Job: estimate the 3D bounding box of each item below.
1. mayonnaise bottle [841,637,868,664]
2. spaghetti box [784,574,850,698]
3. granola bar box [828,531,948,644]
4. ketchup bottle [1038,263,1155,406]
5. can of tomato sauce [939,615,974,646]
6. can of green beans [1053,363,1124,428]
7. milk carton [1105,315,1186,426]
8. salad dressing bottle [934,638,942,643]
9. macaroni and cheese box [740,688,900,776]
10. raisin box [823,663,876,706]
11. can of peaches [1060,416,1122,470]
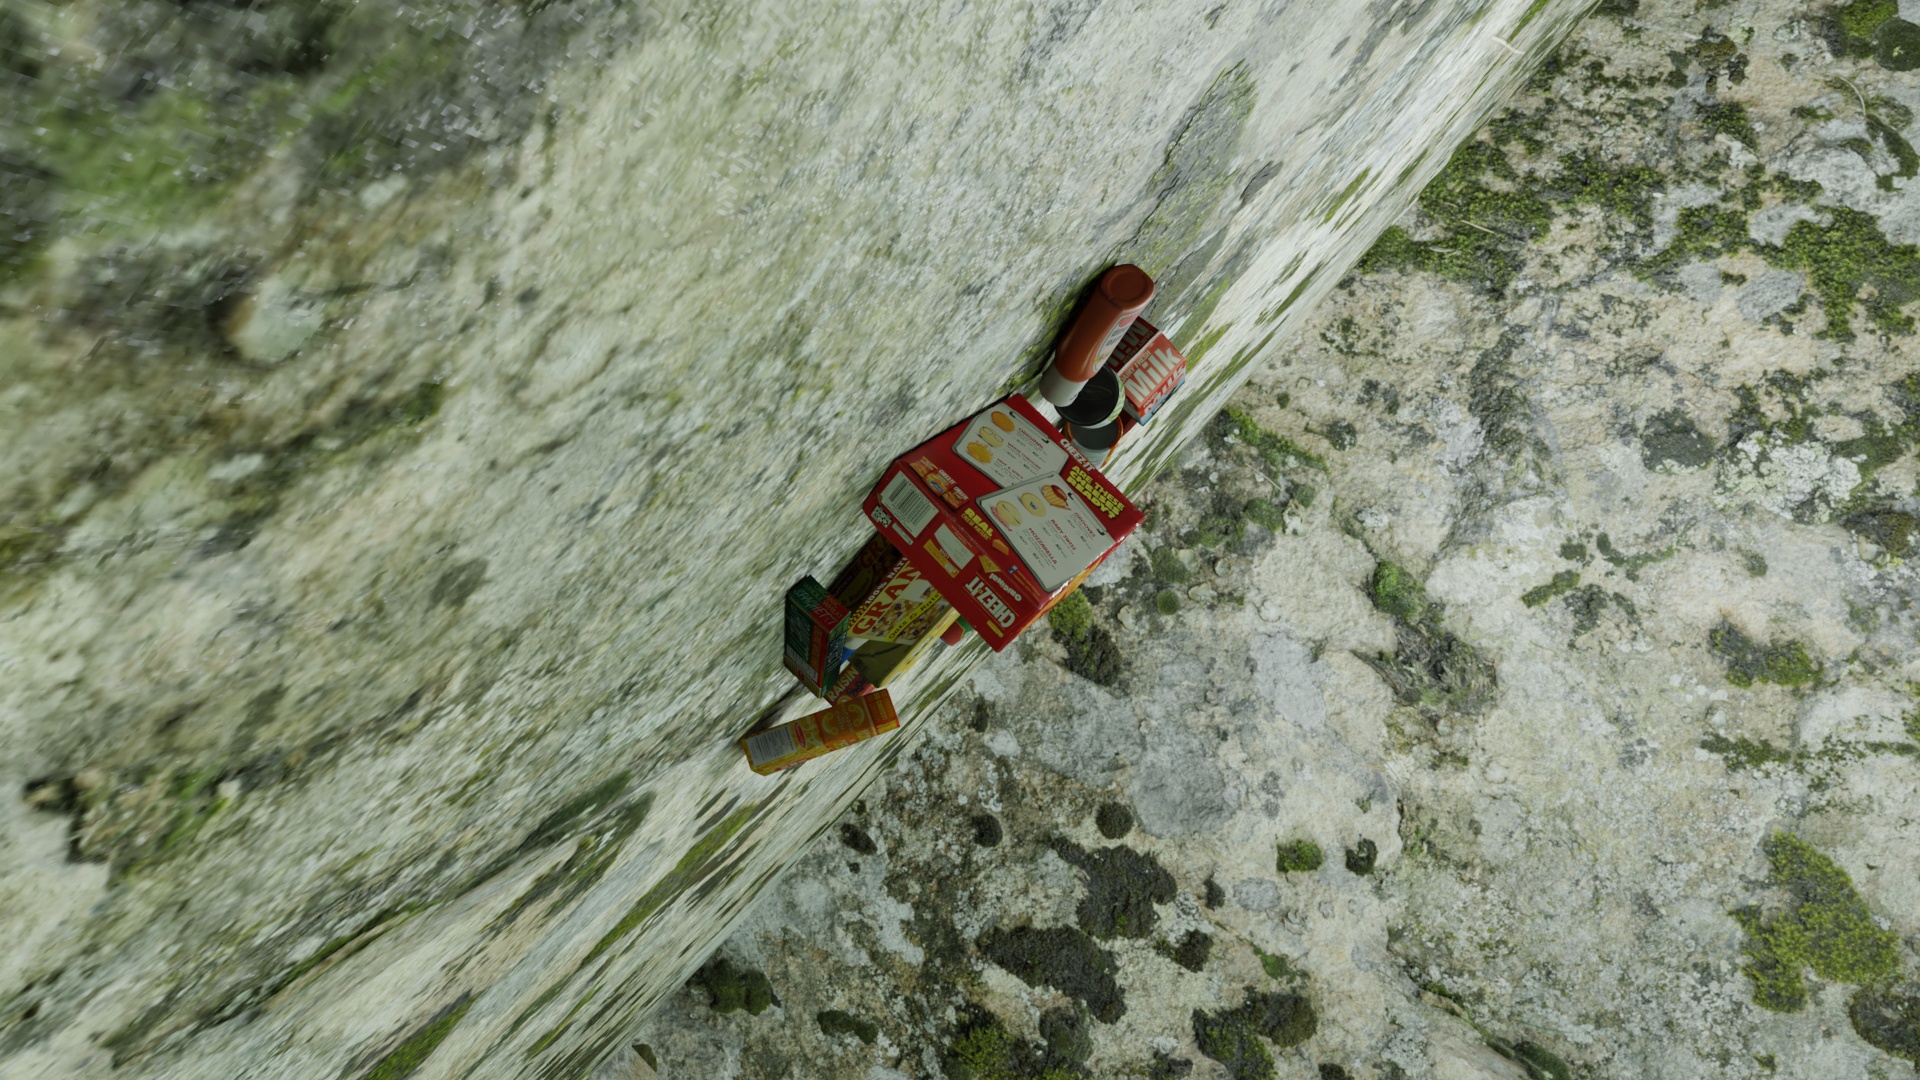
[{"bbox_3d":[-0.093,0.069,1.372,0.147,0.041,0.065,-47,165,14],"label":"mayonnaise bottle"},{"bbox_3d":[-0.131,0.091,1.246,0.029,0.050,0.249,-45,172,-19],"label":"spaghetti box"},{"bbox_3d":[-0.039,0.021,1.279,0.165,0.039,0.124,-49,150,17],"label":"granola bar box"},{"bbox_3d":[0.113,-0.175,1.216,0.065,0.043,0.148,-40,171,-38],"label":"ketchup bottle"},{"bbox_3d":[0.006,0.075,1.627,0.083,0.071,0.071,-36,174,11],"label":"can of tomato sauce"},{"bbox_3d":[0.125,-0.143,1.356,0.071,0.071,0.058,-48,172,10],"label":"can of green beans"},{"bbox_3d":[0.189,-0.181,1.472,0.072,0.073,0.190,-47,172,5],"label":"milk carton"},{"bbox_3d":[-0.055,0.104,1.683,0.148,0.064,0.044,-10,125,-63],"label":"salad dressing bottle"},{"bbox_3d":[-0.152,0.213,1.545,0.167,0.040,0.123,-19,169,-6],"label":"macaroni and cheese box"},{"bbox_3d":[-0.108,0.157,1.734,0.123,0.040,0.086,-48,173,14],"label":"raisin box"},{"bbox_3d":[0.148,-0.121,1.594,0.071,0.071,0.058,-44,171,-19],"label":"can of peaches"}]
